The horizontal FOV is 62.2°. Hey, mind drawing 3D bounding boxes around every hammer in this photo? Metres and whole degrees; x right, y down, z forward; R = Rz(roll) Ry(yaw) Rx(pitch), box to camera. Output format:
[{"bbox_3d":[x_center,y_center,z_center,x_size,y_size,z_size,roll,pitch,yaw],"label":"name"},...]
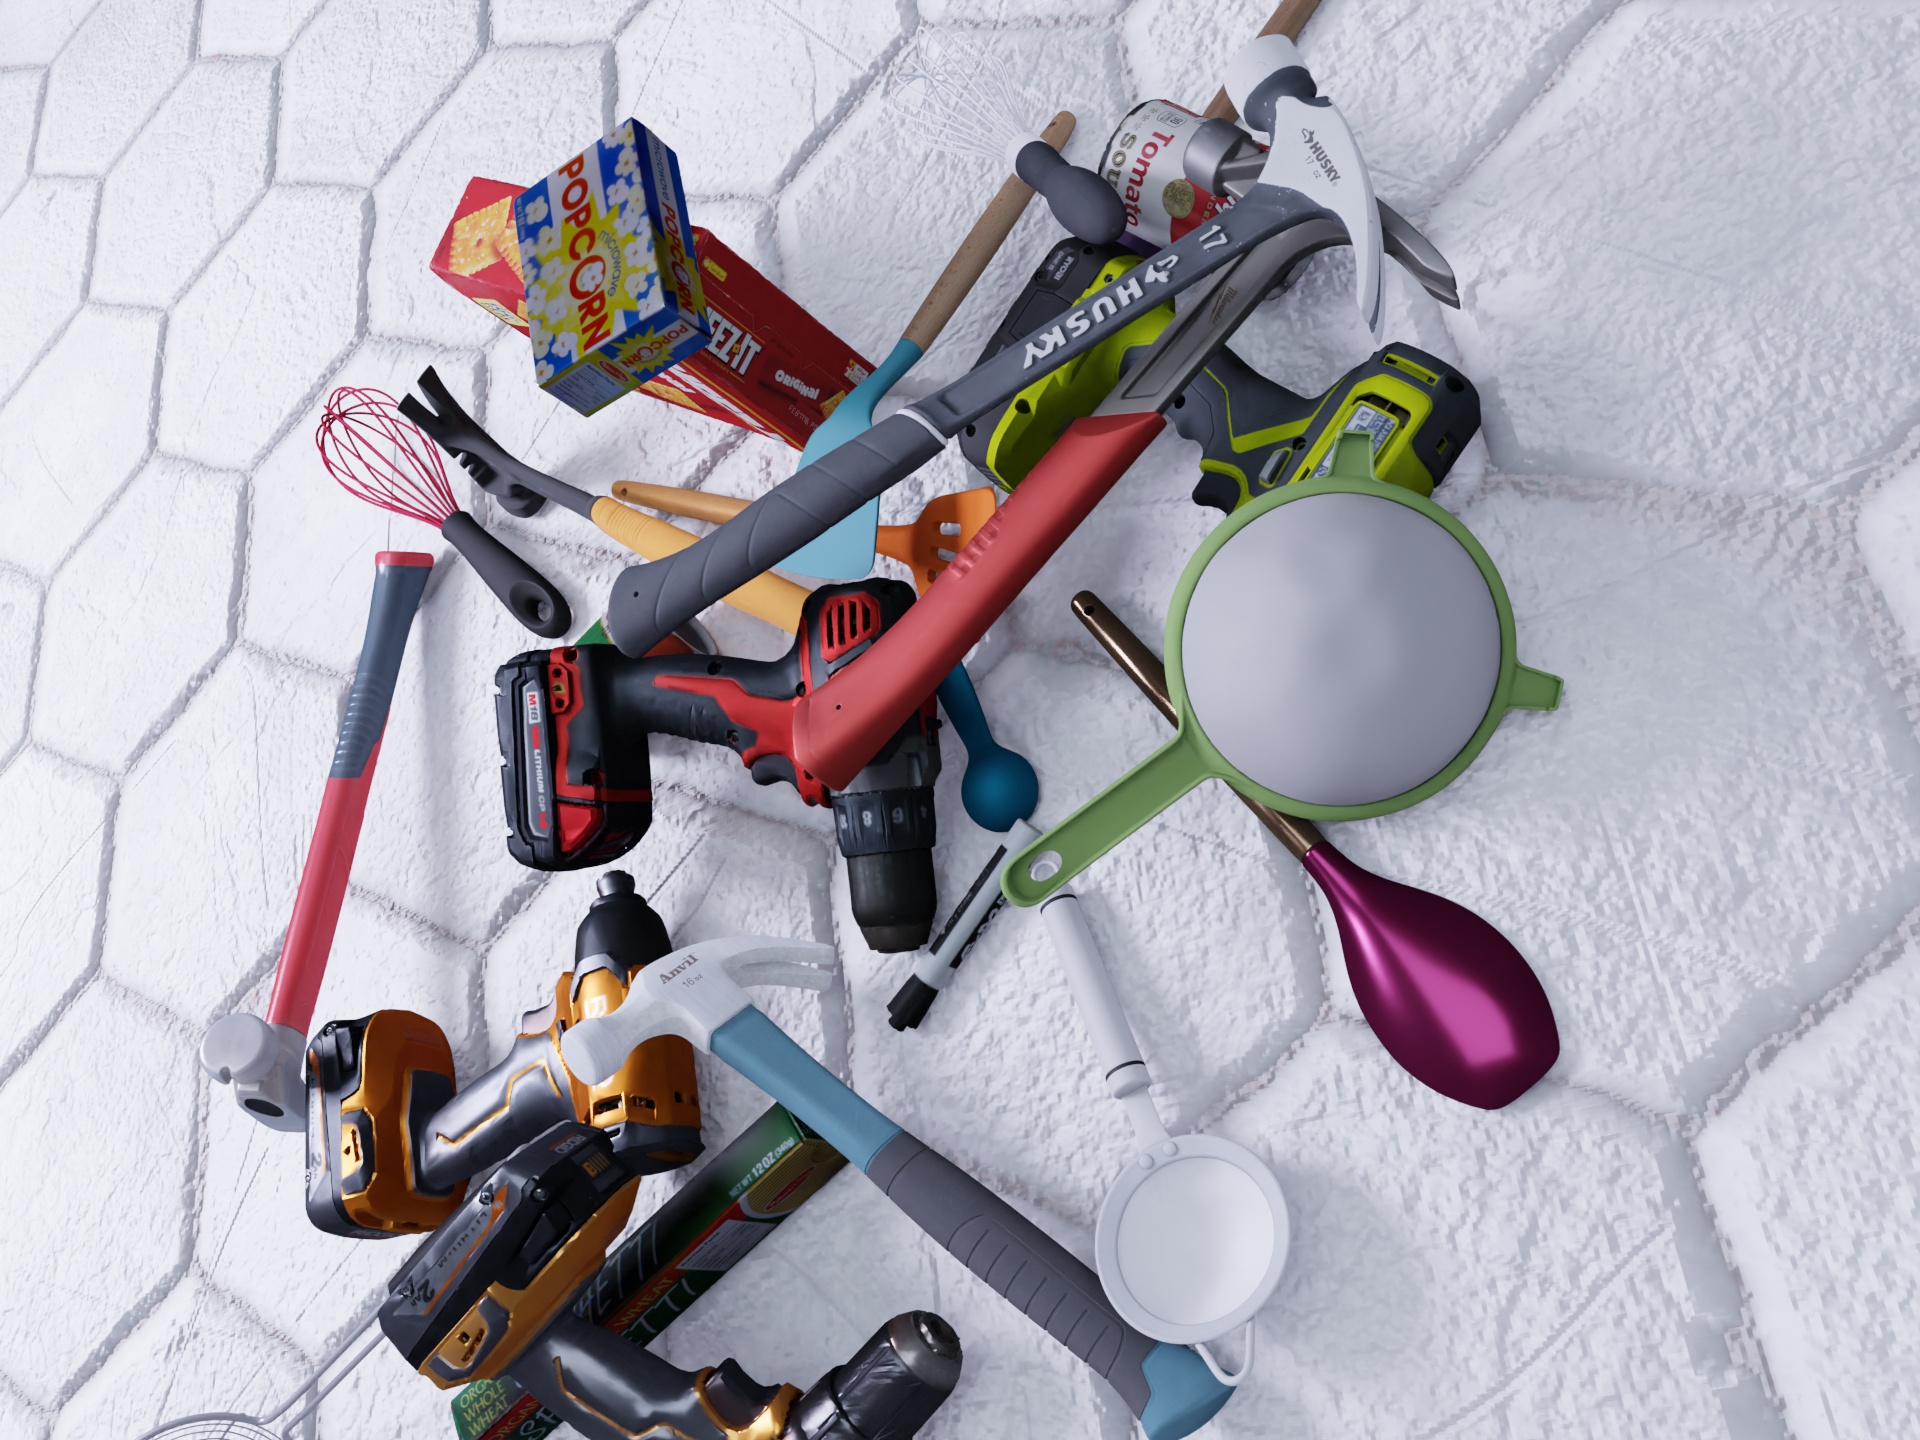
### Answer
[{"bbox_3d":[-0.024,0.205,0.718,0.331,0.128,0.033,32,135,26],"label":"hammer"},{"bbox_3d":[0.001,-0.139,0.726,0.409,0.036,0.149,-30,62,17],"label":"hammer"},{"bbox_3d":[0.056,-0.104,0.730,0.359,0.036,0.149,-49,63,5],"label":"hammer"},{"bbox_3d":[-0.189,-0.114,0.934,0.337,0.127,0.034,27,77,29],"label":"hammer"},{"bbox_3d":[-0.382,0.060,1.001,0.038,0.143,0.387,1,59,2],"label":"hammer"}]

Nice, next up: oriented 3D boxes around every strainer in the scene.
[{"bbox_3d":[0.119,0.003,0.672,0.256,0.069,0.151,-37,89,7],"label":"strainer"},{"bbox_3d":[0.080,0.167,0.704,0.087,0.050,0.259,-30,54,12],"label":"strainer"}]

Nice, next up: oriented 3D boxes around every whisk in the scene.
[{"bbox_3d":[-0.349,-0.140,1.068,0.296,0.073,0.073,40,95,28],"label":"whisk"},{"bbox_3d":[0.025,-0.315,0.860,0.070,0.070,0.285,-43,40,11],"label":"whisk"}]

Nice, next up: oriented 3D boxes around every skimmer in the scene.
[{"bbox_3d":[-0.328,0.352,0.816,0.363,0.127,0.090,-46,14,20],"label":"skimmer"}]

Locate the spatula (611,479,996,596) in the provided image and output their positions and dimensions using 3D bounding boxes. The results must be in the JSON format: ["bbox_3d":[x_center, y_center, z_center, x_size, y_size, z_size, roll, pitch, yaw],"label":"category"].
[{"bbox_3d":[-0.098,-0.112,0.912,0.323,0.041,0.081,15,105,36],"label":"spatula"}]

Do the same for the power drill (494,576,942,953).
[{"bbox_3d":[-0.117,0.032,0.822,0.227,0.080,0.188,-7,86,15],"label":"power drill"}]

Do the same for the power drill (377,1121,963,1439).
[{"bbox_3d":[-0.126,0.285,0.720,0.226,0.084,0.185,42,98,7],"label":"power drill"}]

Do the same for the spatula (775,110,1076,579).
[{"bbox_3d":[-0.010,-0.216,0.877,0.082,0.044,0.317,12,63,43],"label":"spatula"}]

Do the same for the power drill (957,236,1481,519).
[{"bbox_3d":[0.111,-0.129,0.772,0.223,0.080,0.171,36,94,31],"label":"power drill"}]

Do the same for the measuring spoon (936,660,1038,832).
[{"bbox_3d":[-0.001,-0.003,0.808,0.042,0.021,0.129,-33,72,23],"label":"measuring spoon"}]

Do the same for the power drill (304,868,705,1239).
[{"bbox_3d":[-0.248,0.185,0.872,0.226,0.084,0.164,-21,62,18],"label":"power drill"}]

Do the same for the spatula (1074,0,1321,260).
[{"bbox_3d":[0.137,-0.325,0.864,0.060,0.018,0.316,38,94,25],"label":"spatula"}]

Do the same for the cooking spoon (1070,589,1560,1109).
[{"bbox_3d":[0.144,0.042,0.723,0.069,0.017,0.319,-44,56,8],"label":"cooking spoon"}]
